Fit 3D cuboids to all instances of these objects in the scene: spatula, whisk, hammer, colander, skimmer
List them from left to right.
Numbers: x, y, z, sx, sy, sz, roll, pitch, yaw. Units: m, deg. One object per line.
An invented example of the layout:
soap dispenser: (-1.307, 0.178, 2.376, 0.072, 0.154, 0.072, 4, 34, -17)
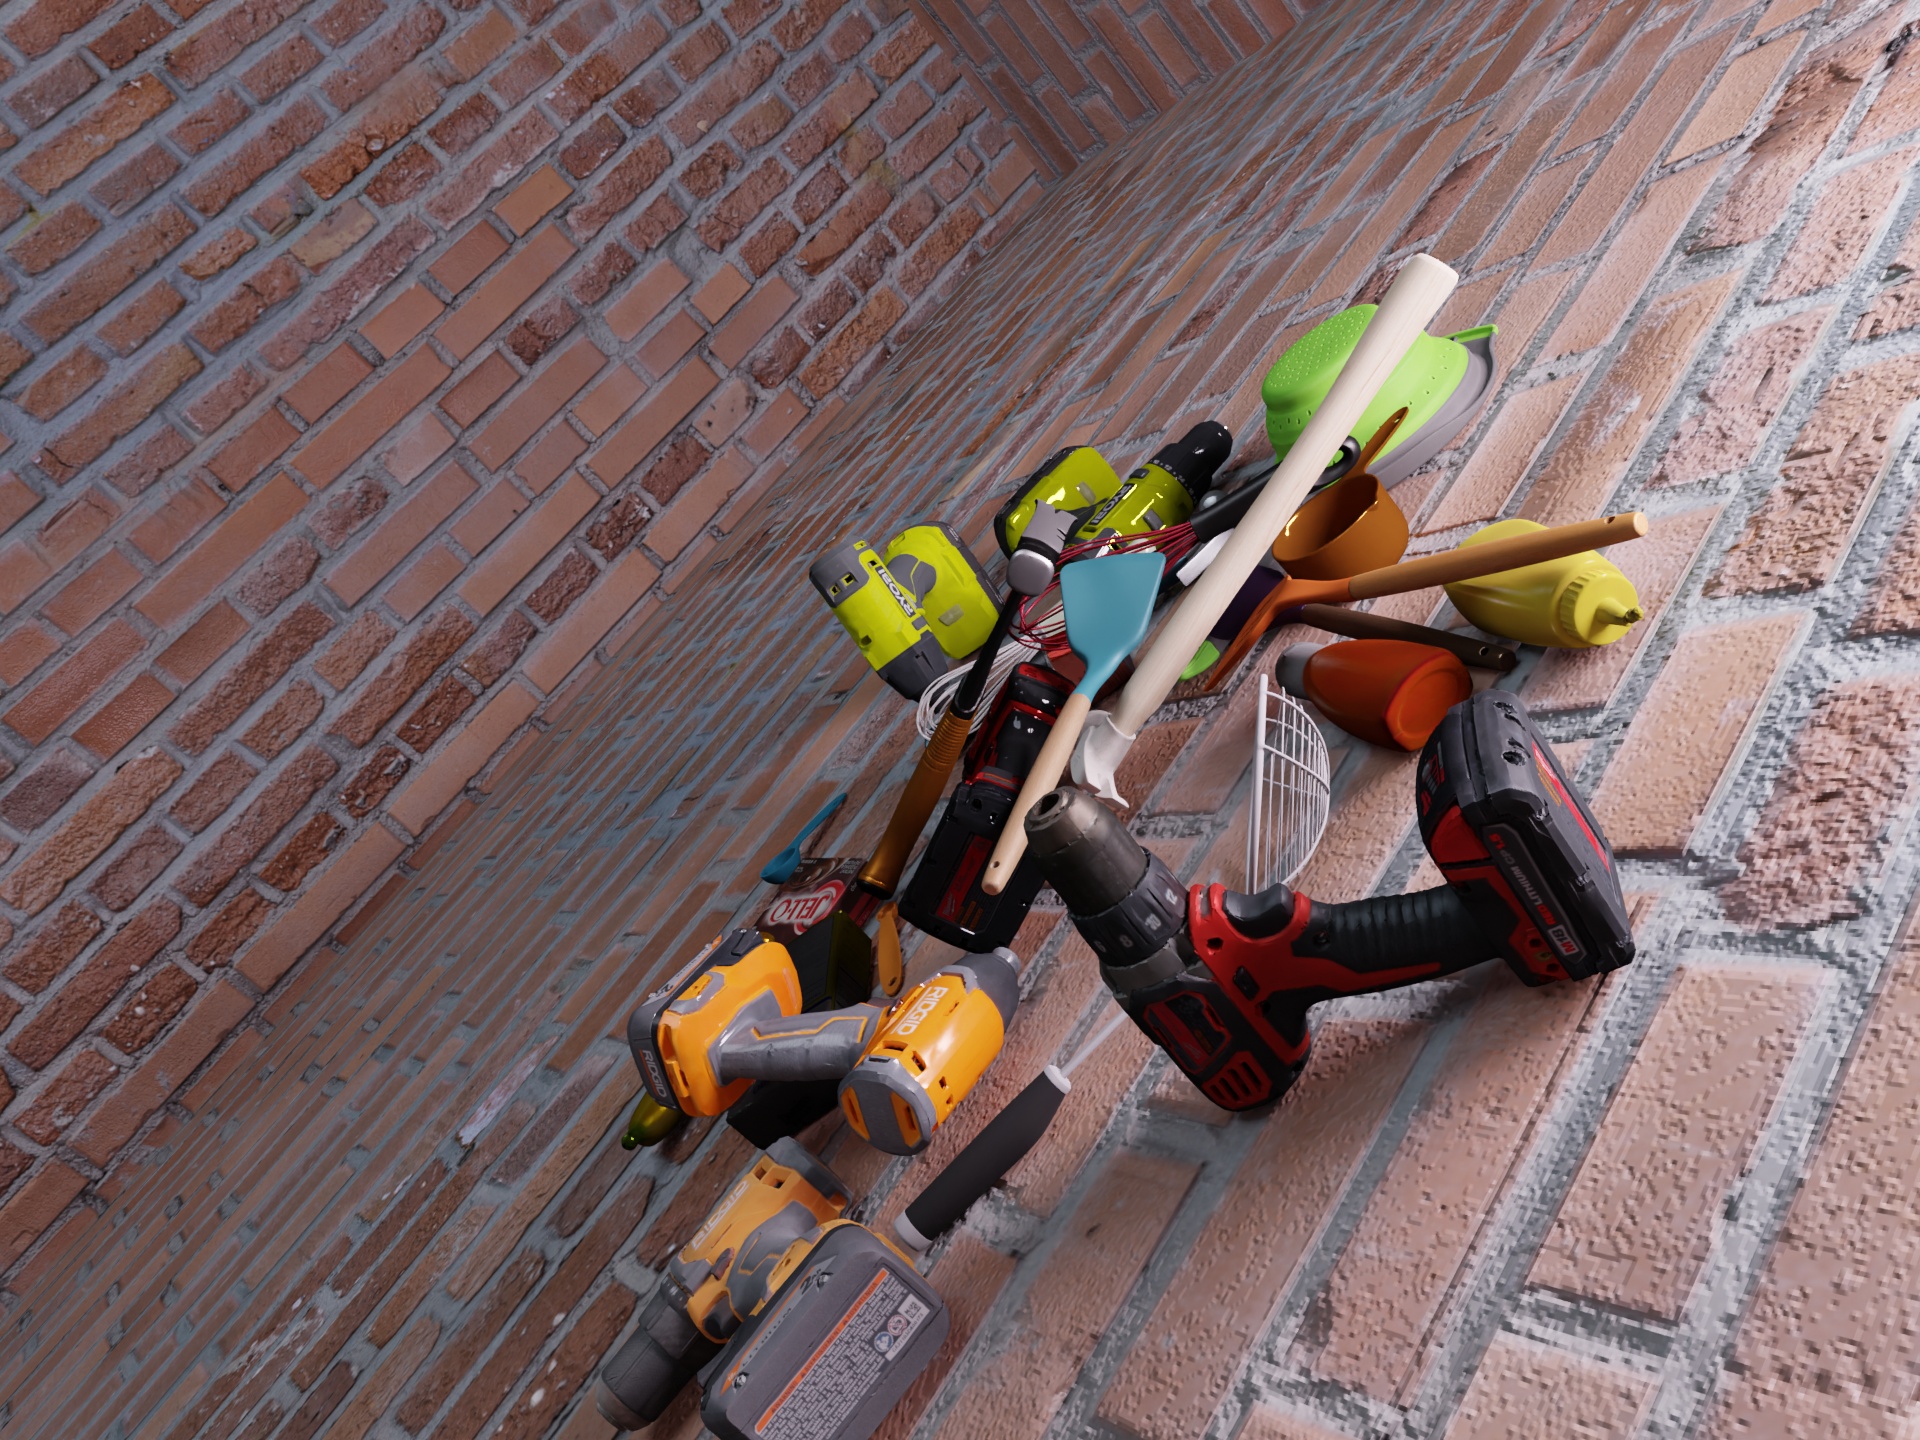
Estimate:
hammer: (-0.002, -0.004, 1.170, 0.127, 0.034, 0.336, -66, 2, -61)
whisk: (0.063, -0.066, 1.304, 0.246, 0.057, 0.059, -39, 52, 2)
spatula: (0.066, -0.005, 1.048, 0.082, 0.044, 0.318, -4, 36, 27)
hammer: (0.102, -0.069, 1.345, 0.331, 0.033, 0.128, -37, 19, 18)
skimmer: (0.076, 0.134, 0.881, 0.363, 0.090, 0.127, -46, -13, 0)
whisk: (0.157, -0.130, 1.166, 0.296, 0.073, 0.073, -28, 24, 24)
hammer: (0.198, -0.123, 1.058, 0.410, 0.038, 0.146, -57, 7, 13)
colander: (0.254, -0.196, 1.214, 0.397, 0.094, 0.204, -50, 20, -19)
spatula: (0.241, -0.063, 1.030, 0.060, 0.018, 0.316, -63, 27, -1)
spatula: (0.256, -0.075, 0.928, 0.322, 0.041, 0.081, -11, 38, 55)

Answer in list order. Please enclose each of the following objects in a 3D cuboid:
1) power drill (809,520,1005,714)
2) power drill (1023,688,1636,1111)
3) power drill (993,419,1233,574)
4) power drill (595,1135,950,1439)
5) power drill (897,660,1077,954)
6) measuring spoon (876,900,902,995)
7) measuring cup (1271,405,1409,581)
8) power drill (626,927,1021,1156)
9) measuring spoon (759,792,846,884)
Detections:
power drill: (-0.038, -0.099, 1.469, 0.080, 0.171, 0.223, -35, 2, 23)
power drill: (0.156, 0.072, 0.711, 0.226, 0.187, 0.080, -28, 23, 27)
power drill: (0.141, -0.204, 1.488, 0.190, 0.080, 0.229, -47, 22, -10)
power drill: (-0.114, 0.331, 0.860, 0.185, 0.084, 0.226, -48, 15, -15)
power drill: (0.025, 0.062, 1.123, 0.220, 0.078, 0.143, -71, 6, -62)
measuring spoon: (-0.051, 0.170, 1.181, 0.021, 0.011, 0.117, -40, 23, 13)
measuring cup: (0.289, -0.152, 1.121, 0.095, 0.052, 0.174, -13, 33, 56)
power drill: (-0.076, 0.188, 0.997, 0.226, 0.084, 0.164, 0, 26, 33)
measuring spoon: (-0.138, 0.111, 1.474, 0.042, 0.021, 0.129, -22, 19, 46)
